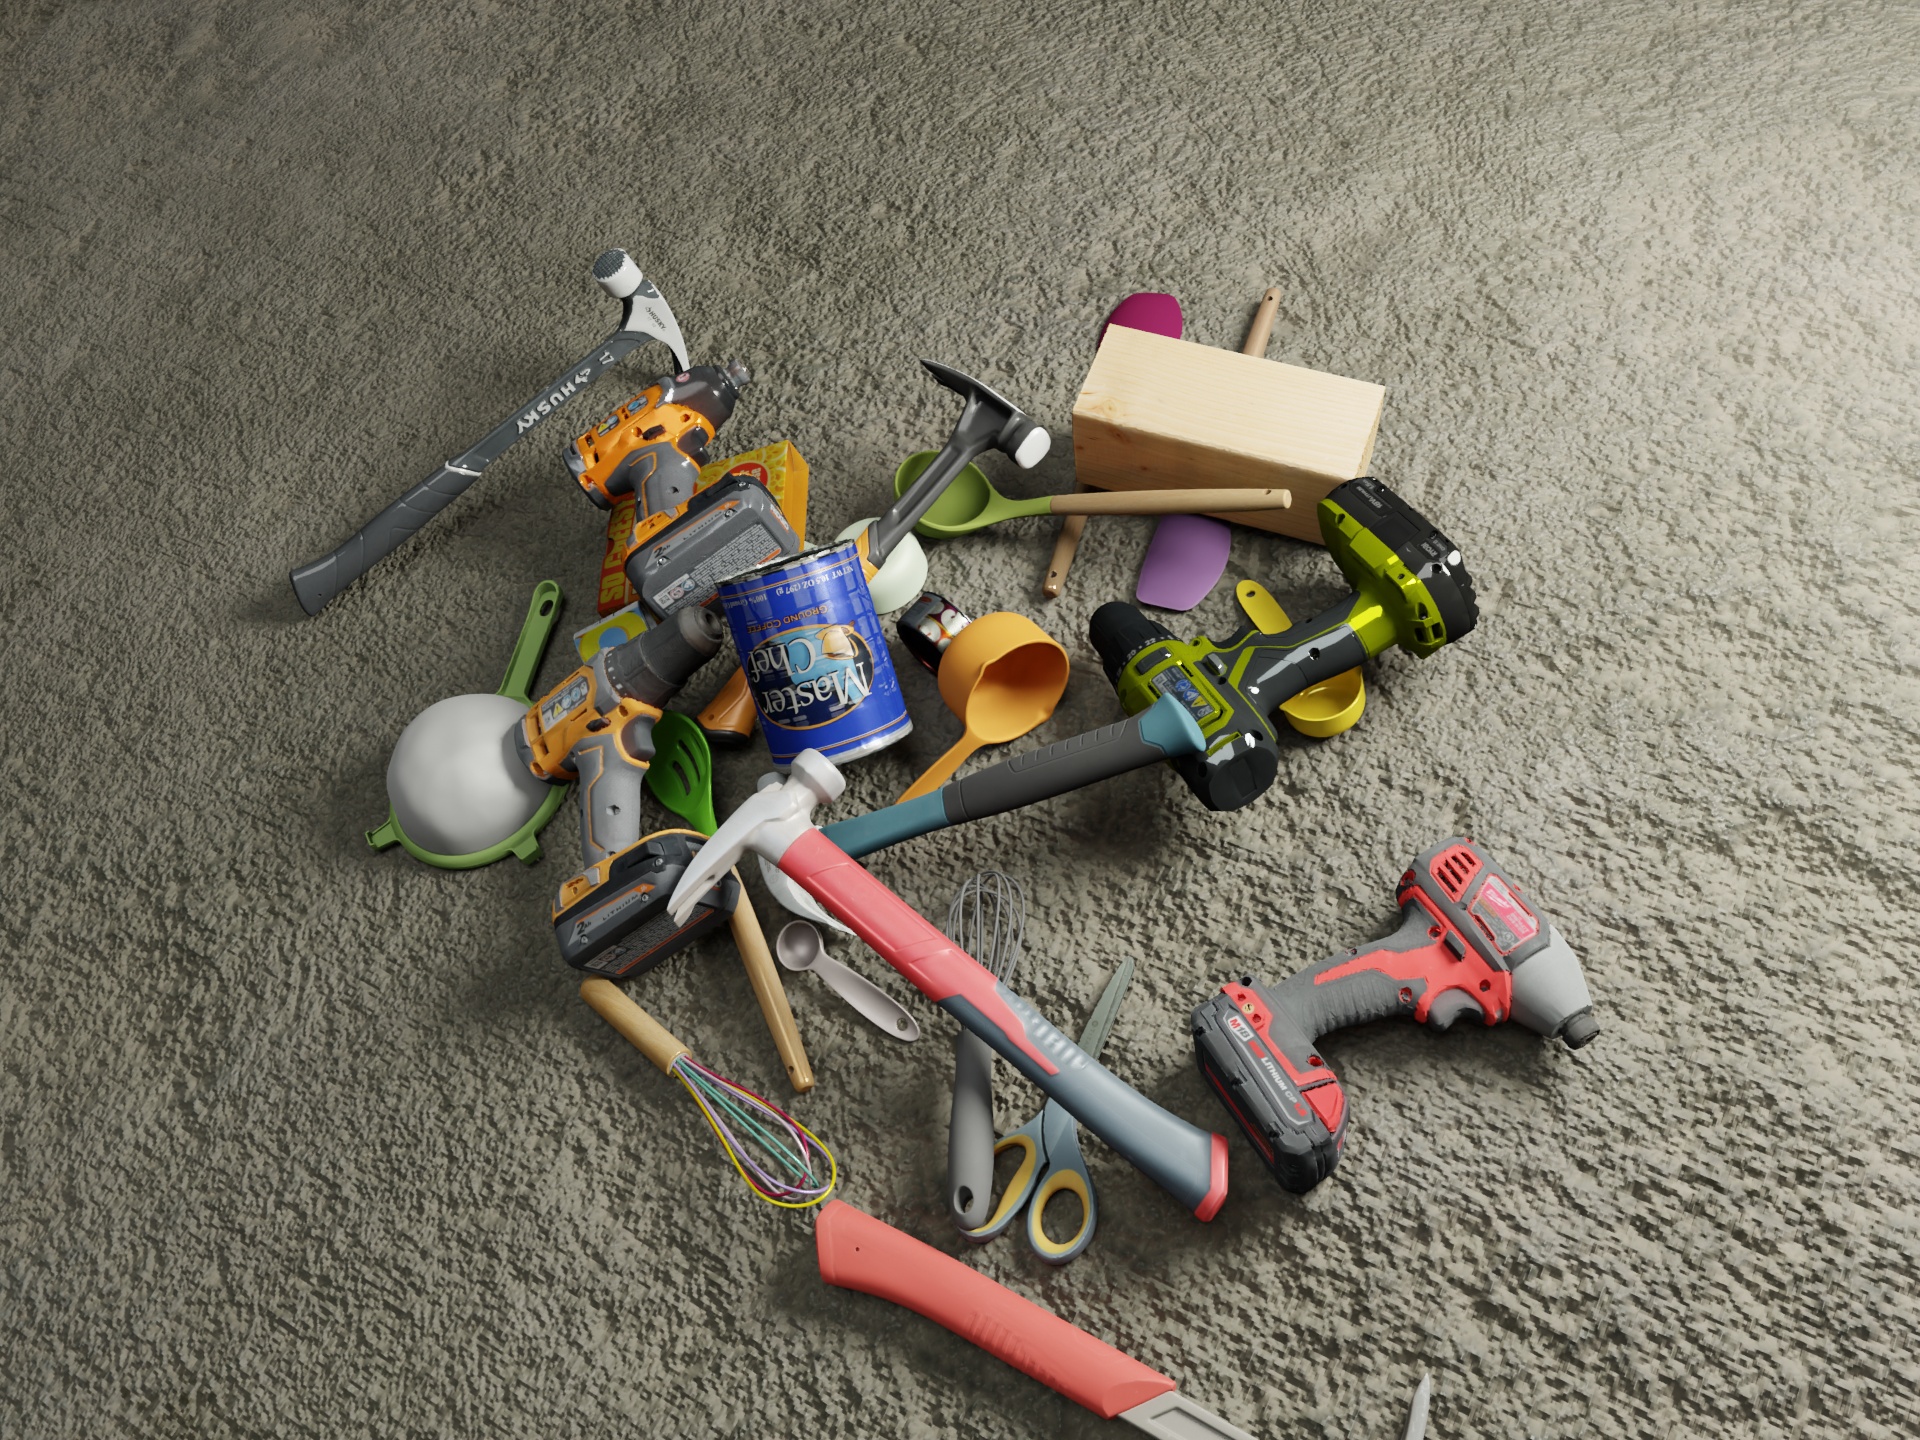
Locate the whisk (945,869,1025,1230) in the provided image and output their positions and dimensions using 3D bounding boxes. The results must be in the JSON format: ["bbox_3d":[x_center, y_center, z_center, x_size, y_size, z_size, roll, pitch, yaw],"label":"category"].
[{"bbox_3d":[0.012,0.201,1.003,0.055,0.055,0.239,-5,57,12],"label":"whisk"}]

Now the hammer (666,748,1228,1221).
[{"bbox_3d":[-0.005,0.177,0.970,0.386,0.038,0.143,37,72,21],"label":"hammer"}]

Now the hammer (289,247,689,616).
[{"bbox_3d":[-0.407,-0.226,1.361,0.409,0.149,0.036,-38,56,1],"label":"hammer"}]

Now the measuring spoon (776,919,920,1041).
[{"bbox_3d":[-0.073,0.177,1.067,0.124,0.018,0.034,34,94,23],"label":"measuring spoon"}]

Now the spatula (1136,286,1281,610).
[{"bbox_3d":[0.205,-0.216,1.233,0.060,0.018,0.316,13,64,17],"label":"spatula"}]

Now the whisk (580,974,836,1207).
[{"bbox_3d":[-0.173,0.238,1.039,0.245,0.051,0.047,31,77,32],"label":"whisk"}]

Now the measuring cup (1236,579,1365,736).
[{"bbox_3d":[0.233,-0.046,1.120,0.062,0.029,0.157,-27,44,2],"label":"measuring cup"}]

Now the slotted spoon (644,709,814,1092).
[{"bbox_3d":[-0.162,0.120,1.114,0.070,0.031,0.314,-47,54,30],"label":"slotted spoon"}]

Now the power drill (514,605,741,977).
[{"bbox_3d":[-0.222,0.042,1.116,0.185,0.084,0.226,-34,56,22],"label":"power drill"}]

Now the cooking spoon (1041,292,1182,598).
[{"bbox_3d":[0.115,-0.228,1.265,0.069,0.017,0.319,8,61,21],"label":"cooking spoon"}]

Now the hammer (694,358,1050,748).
[{"bbox_3d":[-0.084,-0.118,1.193,0.337,0.034,0.127,-49,58,0],"label":"hammer"}]

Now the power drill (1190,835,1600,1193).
[{"bbox_3d":[0.258,0.176,0.941,0.219,0.078,0.143,-30,56,-8],"label":"power drill"}]

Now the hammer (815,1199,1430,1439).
[{"bbox_3d":[0.074,0.357,0.898,0.359,0.036,0.149,21,66,25],"label":"hammer"}]

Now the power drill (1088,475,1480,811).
[{"bbox_3d":[0.209,-0.062,1.073,0.228,0.080,0.191,-33,45,0],"label":"power drill"}]

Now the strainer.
[{"bbox_3d":[-0.366,-0.013,1.231,0.151,0.069,0.257,4,61,17],"label":"strainer"}]

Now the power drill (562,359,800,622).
[{"bbox_3d":[-0.206,-0.185,1.221,0.164,0.084,0.227,-35,48,3],"label":"power drill"}]

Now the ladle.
[{"bbox_3d":[0.088,-0.168,1.170,0.320,0.062,0.078,4,48,34],"label":"ladle"}]

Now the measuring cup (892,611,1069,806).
[{"bbox_3d":[-0.002,-0.004,1.130,0.173,0.095,0.052,-46,51,7],"label":"measuring cup"}]

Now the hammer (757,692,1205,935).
[{"bbox_3d":[0.005,0.051,1.055,0.331,0.033,0.128,-20,61,24],"label":"hammer"}]

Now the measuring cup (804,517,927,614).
[{"bbox_3d":[-0.106,-0.136,1.255,0.168,0.038,0.083,18,65,23],"label":"measuring cup"}]
